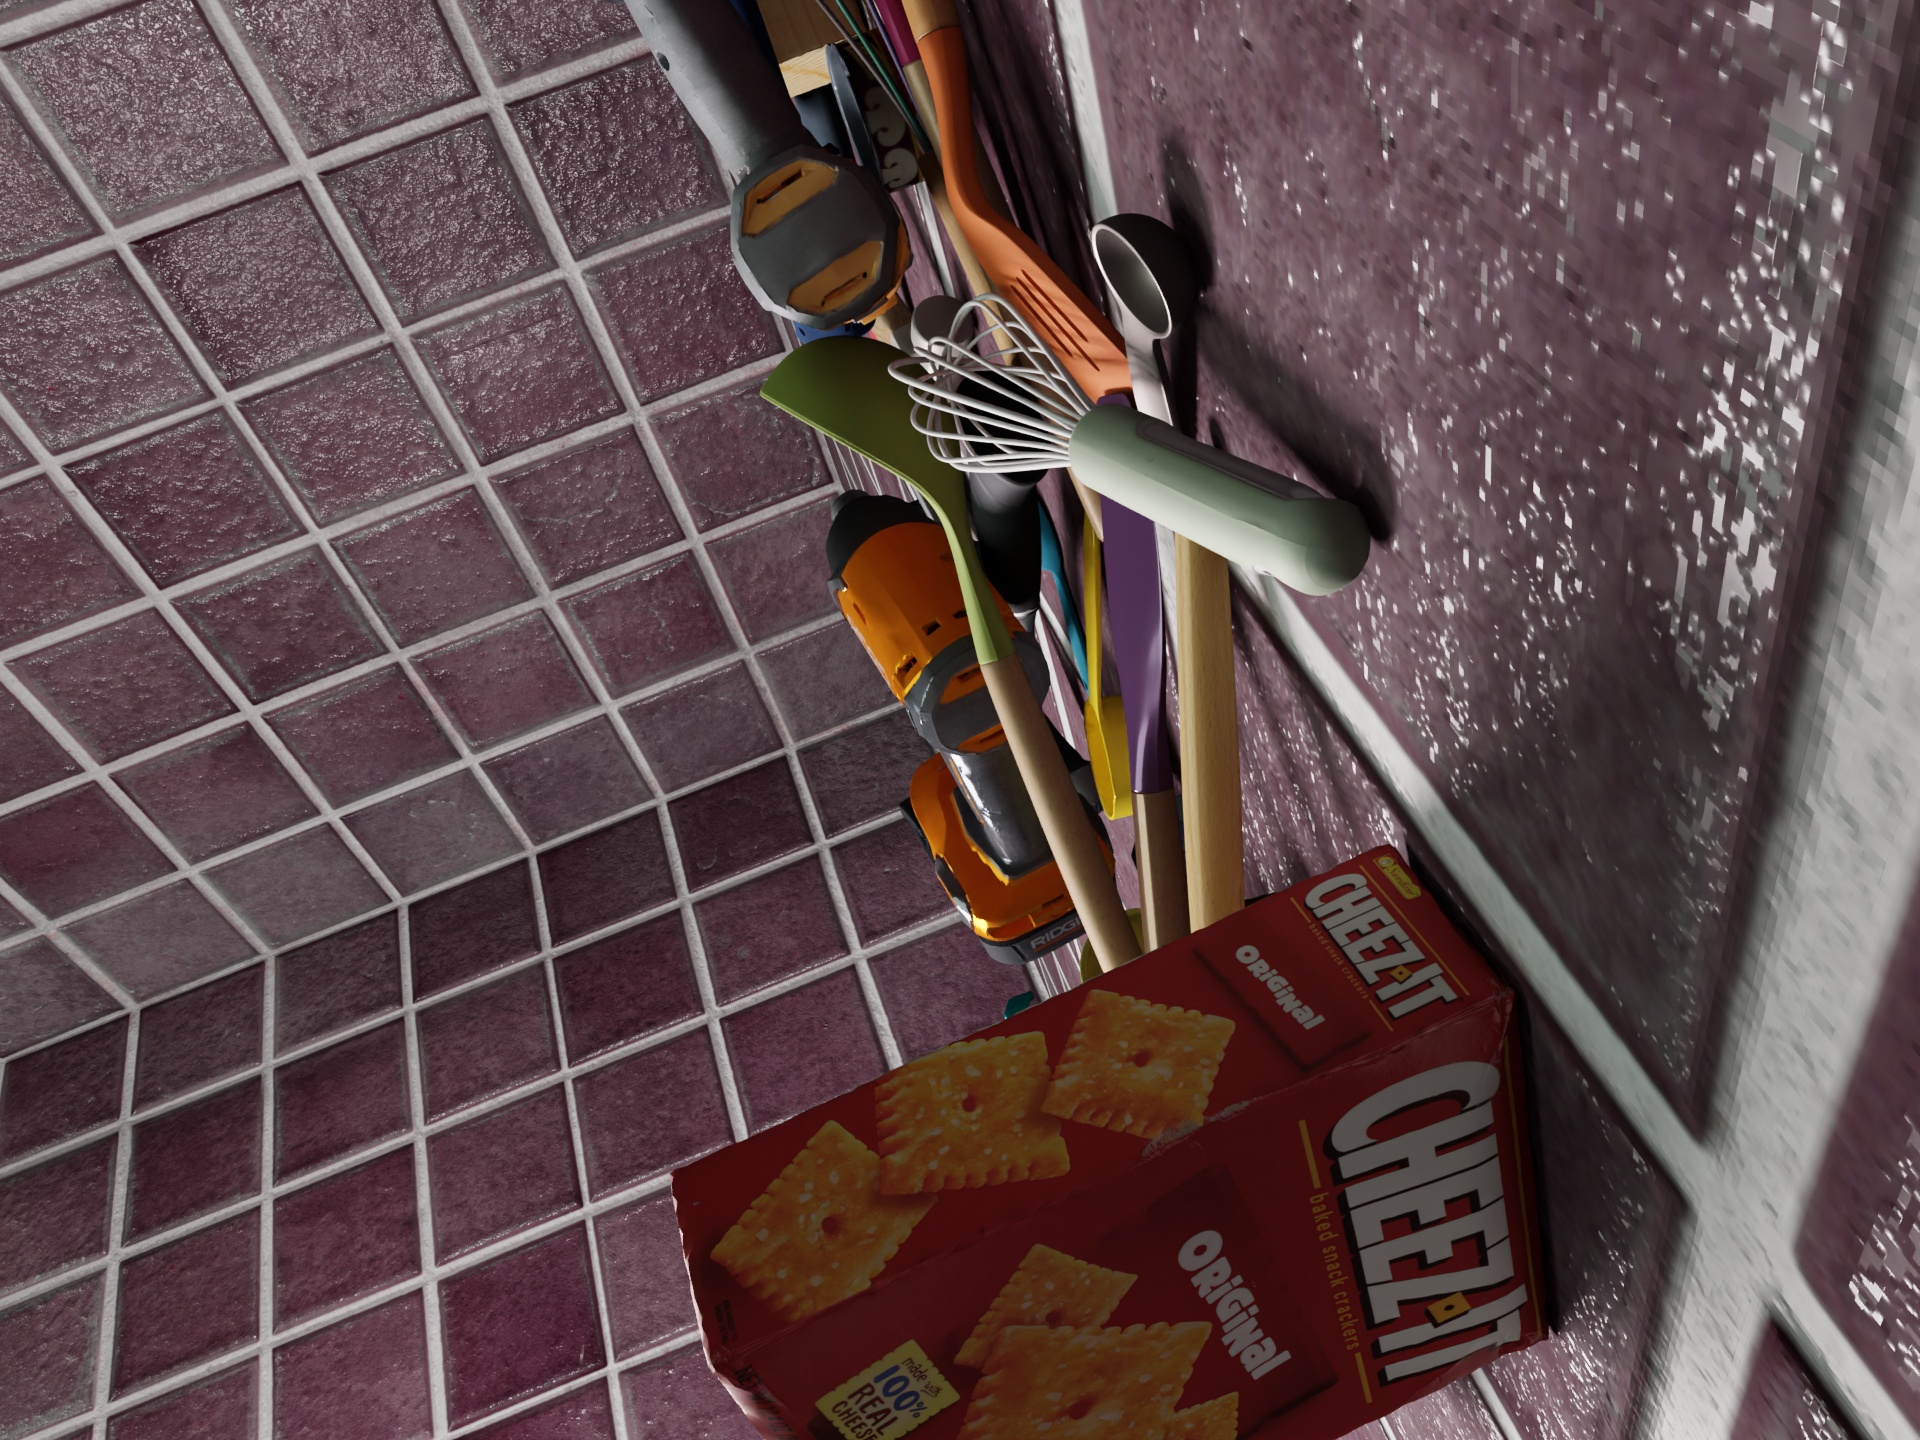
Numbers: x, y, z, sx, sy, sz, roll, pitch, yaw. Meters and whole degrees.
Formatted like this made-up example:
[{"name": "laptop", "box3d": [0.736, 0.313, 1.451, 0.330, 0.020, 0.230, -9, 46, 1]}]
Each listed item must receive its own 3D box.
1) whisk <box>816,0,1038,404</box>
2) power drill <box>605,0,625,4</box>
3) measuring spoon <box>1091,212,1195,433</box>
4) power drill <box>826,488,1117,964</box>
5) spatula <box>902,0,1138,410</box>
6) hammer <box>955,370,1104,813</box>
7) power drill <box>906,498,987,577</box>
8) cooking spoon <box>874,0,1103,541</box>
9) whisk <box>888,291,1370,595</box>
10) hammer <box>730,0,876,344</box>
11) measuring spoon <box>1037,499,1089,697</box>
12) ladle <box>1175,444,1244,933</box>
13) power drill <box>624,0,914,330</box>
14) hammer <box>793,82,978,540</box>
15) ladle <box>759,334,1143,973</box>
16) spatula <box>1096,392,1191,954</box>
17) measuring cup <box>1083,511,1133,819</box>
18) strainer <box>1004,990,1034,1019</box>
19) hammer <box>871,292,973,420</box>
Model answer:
[{"name": "whisk", "box3d": [-0.016, -0.232, 0.583, 0.047, 0.051, 0.244, -3, 118, 50]}, {"name": "power drill", "box3d": [-0.220, -0.514, 0.860, 0.227, 0.188, 0.080, 64, 178, 0]}, {"name": "measuring spoon", "box3d": [0.060, -0.103, 0.453, 0.034, 0.018, 0.124, 52, 177, 24]}, {"name": "power drill", "box3d": [-0.001, -0.002, 0.768, 0.164, 0.084, 0.226, 56, 171, 42]}, {"name": "spatula", "box3d": [-0.005, -0.244, 0.507, 0.081, 0.041, 0.322, -143, 36, -84]}, {"name": "hammer", "box3d": [0.027, -0.059, 0.785, 0.149, 0.036, 0.408, 57, 174, 17]}, {"name": "power drill", "box3d": [-0.001, -0.062, 1.180, 0.228, 0.080, 0.191, 68, 178, -55]}, {"name": "cooking spoon", "box3d": [-0.003, -0.205, 0.553, 0.069, 0.017, 0.318, -47, -60, -45]}, {"name": "whisk", "box3d": [0.039, -0.081, 0.456, 0.247, 0.057, 0.059, 43, 122, 58]}, {"name": "hammer", "box3d": [-0.119, -0.340, 0.680, 0.035, 0.144, 0.405, -82, -20, -44]}, {"name": "measuring spoon", "box3d": [0.047, -0.059, 0.835, 0.042, 0.021, 0.128, -117, 7, -61]}, {"name": "ladle", "box3d": [0.084, 0.070, 0.506, 0.031, 0.069, 0.315, -50, -43, -65]}, {"name": "power drill", "box3d": [-0.093, -0.257, 0.623, 0.226, 0.084, 0.185, 57, -171, -12]}, {"name": "hammer", "box3d": [-0.056, -0.282, 0.961, 0.143, 0.038, 0.385, -117, 6, -48]}, {"name": "ladle", "box3d": [0.013, 0.005, 0.601, 0.078, 0.062, 0.320, -74, -38, -81]}, {"name": "spatula", "box3d": [0.069, 0.048, 0.544, 0.060, 0.018, 0.316, -136, 38, -76]}, {"name": "measuring cup", "box3d": [0.072, -0.026, 0.707, 0.062, 0.029, 0.156, -107, 10, -58]}, {"name": "strainer", "box3d": [0.148, 0.243, 0.744, 0.340, 0.095, 0.211, 41, -156, -50]}, {"name": "hammer", "box3d": [-0.087, -0.295, 0.884, 0.331, 0.031, 0.130, 58, 166, 17]}]
